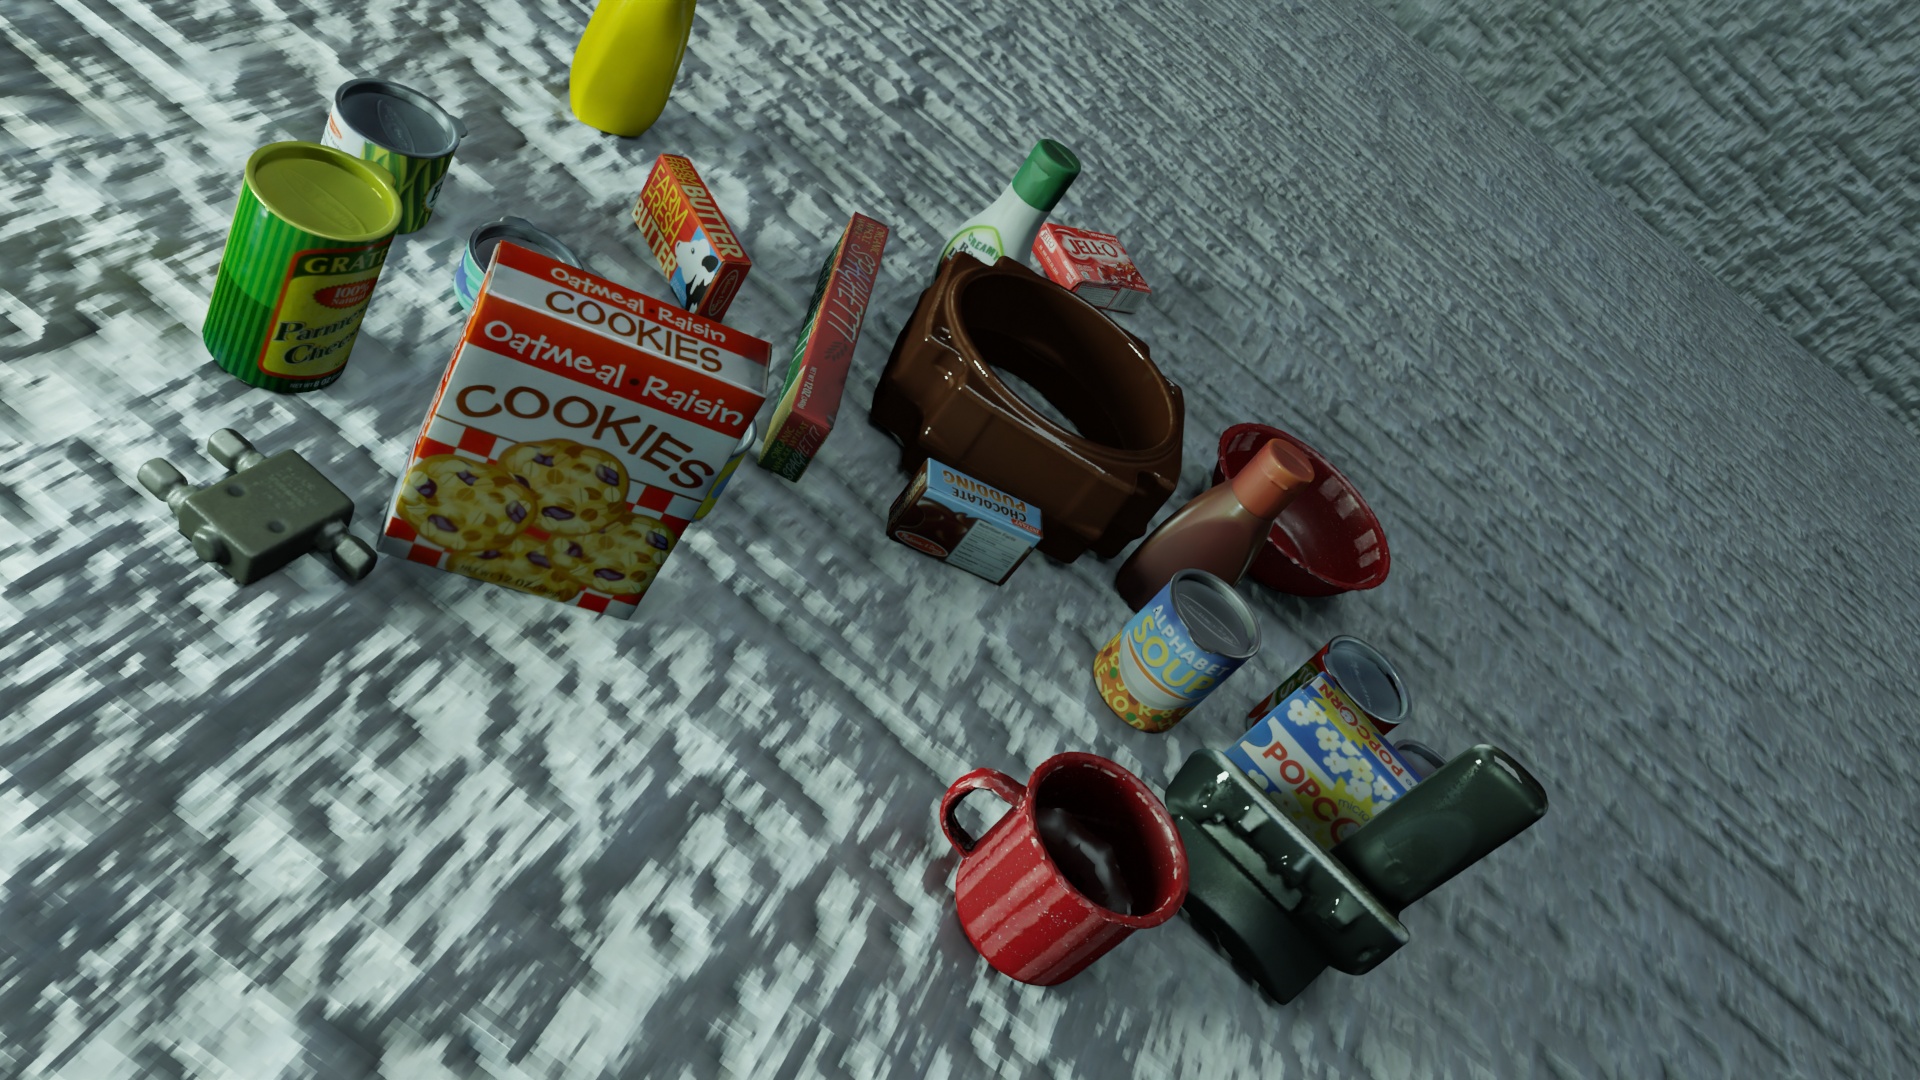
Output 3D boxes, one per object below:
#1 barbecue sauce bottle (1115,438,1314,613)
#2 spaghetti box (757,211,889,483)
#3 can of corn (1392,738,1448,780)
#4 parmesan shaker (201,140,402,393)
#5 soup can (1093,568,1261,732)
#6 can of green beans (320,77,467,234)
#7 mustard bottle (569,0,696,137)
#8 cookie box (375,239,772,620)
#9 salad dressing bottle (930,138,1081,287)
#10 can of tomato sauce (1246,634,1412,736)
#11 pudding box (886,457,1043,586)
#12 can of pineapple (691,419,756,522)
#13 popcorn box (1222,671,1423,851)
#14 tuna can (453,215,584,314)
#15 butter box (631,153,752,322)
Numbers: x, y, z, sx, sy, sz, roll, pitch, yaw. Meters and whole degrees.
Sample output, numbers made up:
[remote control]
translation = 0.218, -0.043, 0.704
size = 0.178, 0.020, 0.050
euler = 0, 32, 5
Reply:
[barbecue sauce bottle]
translation = 0.166, -0.004, 0.895
size = 0.065, 0.147, 0.044
euler = 35, 36, -5
[spaghetti box]
translation = -0.085, -0.134, 0.901
size = 0.028, 0.050, 0.251
euler = 27, 38, -16
[can of corn]
translation = 0.282, 0.172, 0.884
size = 0.071, 0.058, 0.071
euler = 23, 39, -20
[parmesan shaker]
translation = -0.311, -0.128, 0.659
size = 0.071, 0.102, 0.072
euler = 23, 39, -20
[soup can]
translation = 0.129, 0.069, 0.842
size = 0.071, 0.083, 0.072
euler = 23, 39, -20
[can of green beans]
translation = -0.322, -0.215, 0.779
size = 0.071, 0.057, 0.071
euler = 23, 39, -20
[mustard bottle]
translation = -0.210, -0.346, 0.927
size = 0.065, 0.159, 0.049
euler = 9, 46, -35
[cookie box]
translation = -0.177, -0.043, 0.630
size = 0.123, 0.166, 0.040
euler = 19, 41, -25
[salad dressing bottle]
translation = 0.033, -0.226, 1.017
size = 0.064, 0.147, 0.044
euler = 47, 37, 10
[can of tomato sauce]
translation = 0.232, 0.111, 0.886
size = 0.071, 0.082, 0.071
euler = 23, 39, -20
[pudding box]
translation = 0.003, -0.011, 0.847
size = 0.084, 0.049, 0.030
euler = 23, 39, -20
[can of pineapple]
translation = -0.151, -0.052, 0.753
size = 0.071, 0.057, 0.071
euler = 23, 39, -20
[popcorn box]
translation = 0.227, 0.154, 0.834
size = 0.127, 0.084, 0.038
euler = 49, 38, 14
[tuna can]
translation = -0.252, -0.149, 0.791
size = 0.071, 0.032, 0.071
euler = 23, 39, -20
[butter box]
translation = -0.173, -0.193, 0.887
size = 0.024, 0.053, 0.104
euler = -5, 55, -44
